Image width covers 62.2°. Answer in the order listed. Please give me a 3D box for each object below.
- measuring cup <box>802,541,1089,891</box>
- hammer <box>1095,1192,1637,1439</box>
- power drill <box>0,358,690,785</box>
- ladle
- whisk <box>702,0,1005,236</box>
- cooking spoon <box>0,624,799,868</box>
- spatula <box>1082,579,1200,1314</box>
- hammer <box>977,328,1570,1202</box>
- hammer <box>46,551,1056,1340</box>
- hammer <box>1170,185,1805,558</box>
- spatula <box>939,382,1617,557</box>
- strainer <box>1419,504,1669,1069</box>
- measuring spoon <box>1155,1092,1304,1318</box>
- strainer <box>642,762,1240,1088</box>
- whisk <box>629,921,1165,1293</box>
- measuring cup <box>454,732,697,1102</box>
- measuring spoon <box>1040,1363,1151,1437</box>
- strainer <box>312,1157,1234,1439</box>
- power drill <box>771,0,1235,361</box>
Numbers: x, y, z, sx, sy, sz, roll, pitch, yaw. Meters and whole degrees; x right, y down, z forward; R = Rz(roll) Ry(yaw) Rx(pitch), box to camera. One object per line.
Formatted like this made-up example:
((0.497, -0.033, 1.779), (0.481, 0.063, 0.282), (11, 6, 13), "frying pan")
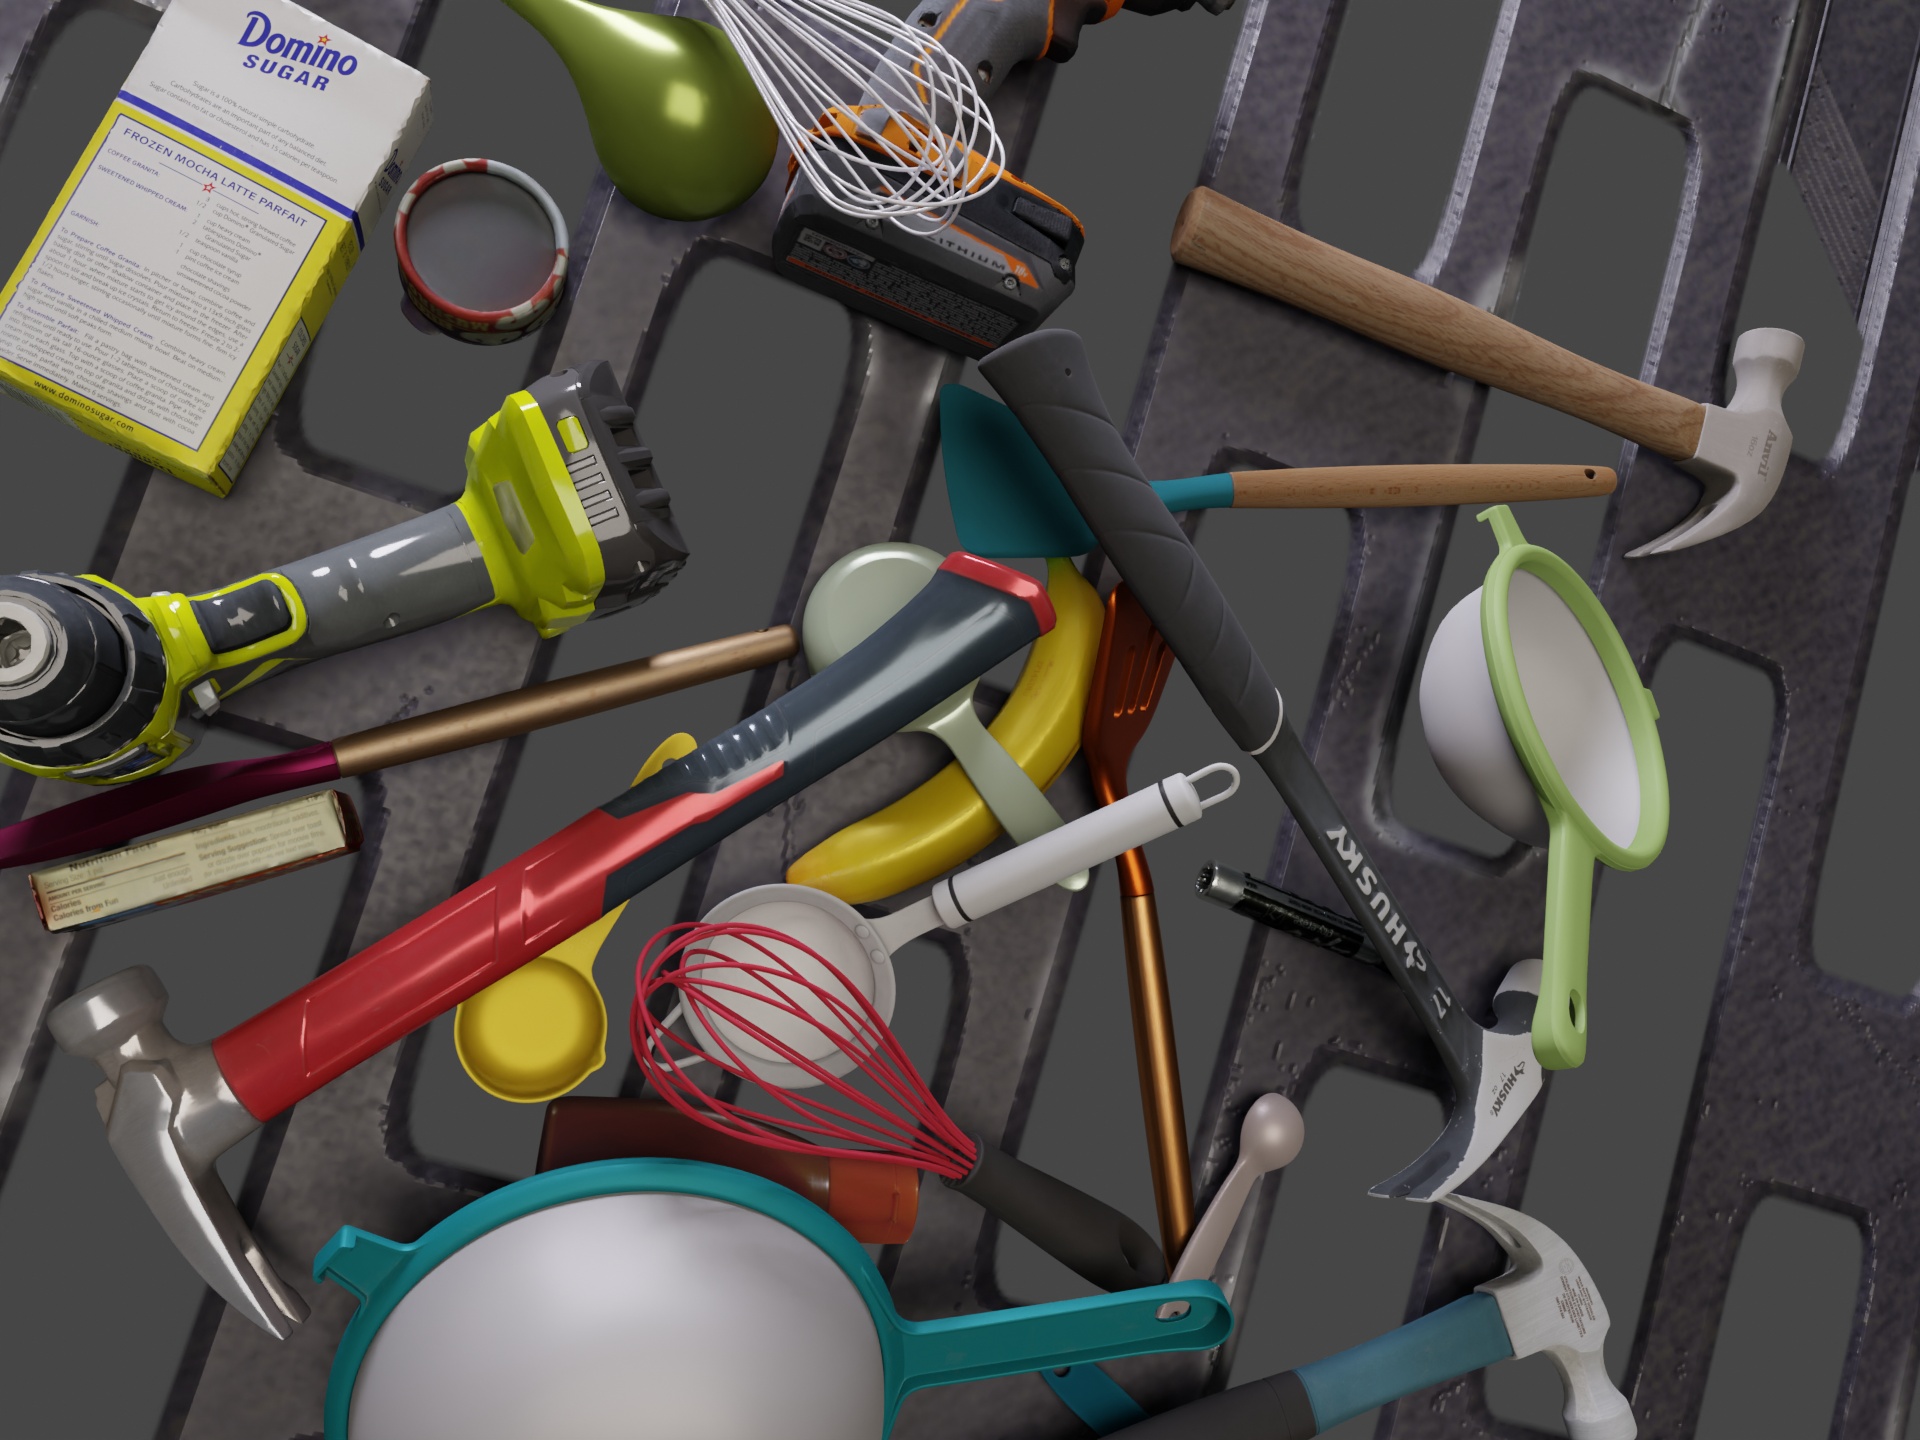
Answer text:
((-0.001, -0.002, 0.638), (0.083, 0.038, 0.168), (-35, 74, -9), "measuring cup")
((0.134, 0.297, 0.678), (0.331, 0.033, 0.128), (-13, 82, -18), "hammer")
((-0.215, -0.044, 0.535), (0.228, 0.190, 0.080), (-24, 94, -20), "power drill")
((-0.211, -0.312, 0.630), (0.320, 0.062, 0.078), (35, 87, -4), "ladle")
((-0.083, -0.274, 0.597), (0.070, 0.070, 0.285), (-35, 66, -15), "whisk")
((-0.211, 0.008, 0.605), (0.319, 0.069, 0.017), (-17, 105, -21), "cooking spoon")
((0.087, 0.099, 0.684), (0.081, 0.041, 0.322), (-11, 94, -57), "spatula")
((0.129, 0.019, 0.652), (0.149, 0.036, 0.408), (-46, 109, -34), "hammer")
((-0.125, 0.065, 0.590), (0.386, 0.038, 0.143), (-32, 91, -7), "hammer")
((0.251, -0.172, 0.752), (0.331, 0.031, 0.130), (17, 82, -14), "hammer")
((0.146, -0.106, 0.701), (0.317, 0.044, 0.082), (-3, 68, -9), "spatula")
((0.238, 0.040, 0.682), (0.151, 0.069, 0.257), (43, 46, -25), "strainer")
((0.117, 0.218, 0.686), (0.034, 0.018, 0.124), (49, 64, -32), "measuring spoon")
((-0.009, 0.075, 0.622), (0.258, 0.050, 0.087), (-26, 102, 14), "strainer")
((-0.013, 0.163, 0.614), (0.295, 0.073, 0.073), (39, 77, -31), "whisk")
((-0.146, 0.075, 0.631), (0.062, 0.029, 0.156), (29, 77, -12), "measuring cup")
((0.078, 0.313, 0.689), (0.128, 0.021, 0.042), (43, 70, 0), "measuring spoon")
((-0.054, 0.262, 0.568), (0.340, 0.095, 0.211), (-6, 110, -9), "strainer")
((0.025, -0.273, 0.670), (0.164, 0.084, 0.226), (20, 78, -14), "power drill")
